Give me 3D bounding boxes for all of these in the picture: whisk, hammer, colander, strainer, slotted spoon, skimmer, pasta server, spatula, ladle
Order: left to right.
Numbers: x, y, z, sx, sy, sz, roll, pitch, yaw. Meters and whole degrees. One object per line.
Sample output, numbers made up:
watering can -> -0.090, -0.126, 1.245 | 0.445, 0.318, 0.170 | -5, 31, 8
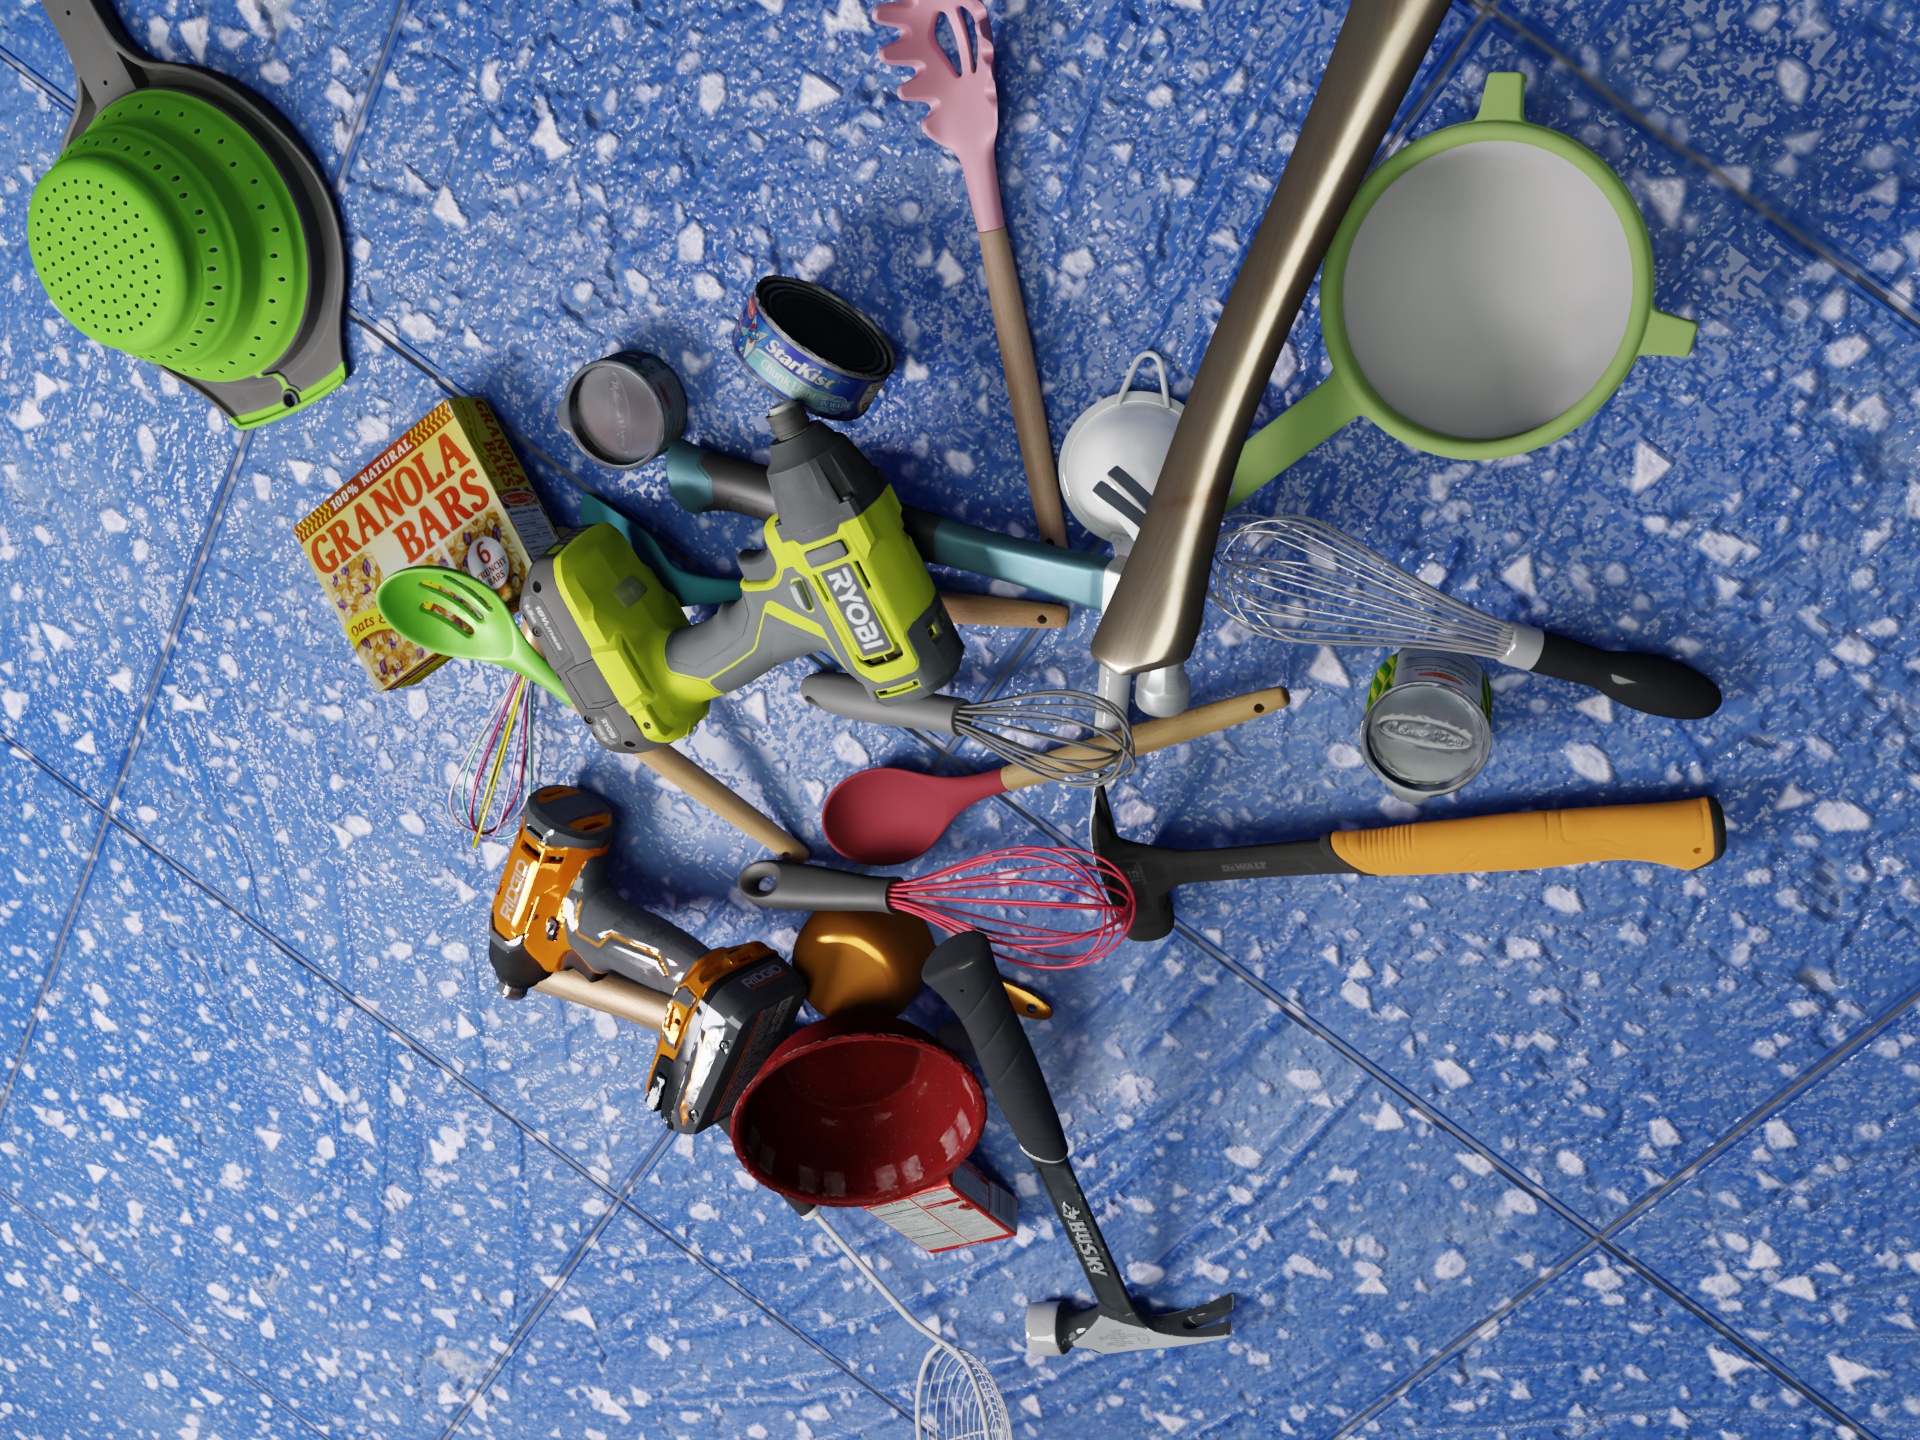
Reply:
colander -> -0.518, -0.359, 0.941 | 0.204, 0.094, 0.397 | -16, 107, 25
whisk -> -0.289, -0.015, 1.046 | 0.051, 0.047, 0.245 | 27, 116, 8
slotted spoon -> -0.219, 0.001, 0.992 | 0.313, 0.031, 0.070 | 38, 126, -19
hammer -> -0.150, 0.225, 1.110 | 0.331, 0.031, 0.130 | 16, 117, 13
spatula -> -0.090, -0.081, 0.958 | 0.317, 0.044, 0.082 | 6, 115, 12
skimmer -> -0.087, 0.417, 1.140 | 0.363, 0.090, 0.127 | 50, 151, -4
hammer -> -0.023, -0.102, 0.889 | 0.331, 0.033, 0.128 | 17, 128, 21
whisk -> -0.023, 0.106, 0.960 | 0.296, 0.073, 0.073 | 0, 114, 36
whisk -> -0.002, -0.003, 0.920 | 0.239, 0.055, 0.055 | 11, 118, 35
pasta server -> 0.018, -0.231, 0.842 | 0.060, 0.040, 0.316 | 1, 115, 32
ladle -> 0.048, 0.027, 0.934 | 0.315, 0.031, 0.069 | -18, 114, 32
hammer -> 0.063, 0.280, 0.995 | 0.149, 0.036, 0.408 | -8, 127, 19
strainer -> 0.092, -0.073, 0.887 | 0.087, 0.050, 0.258 | 7, 119, 8
hammer -> 0.142, -0.214, 0.740 | 0.146, 0.038, 0.410 | 32, 111, 29
hammer -> 0.240, 0.067, 0.883 | 0.337, 0.034, 0.127 | -6, 134, 19
strainer -> 0.218, -0.178, 0.781 | 0.256, 0.069, 0.151 | -36, 85, 39
whisk -> 0.255, -0.048, 0.811 | 0.284, 0.070, 0.070 | 15, 118, -4

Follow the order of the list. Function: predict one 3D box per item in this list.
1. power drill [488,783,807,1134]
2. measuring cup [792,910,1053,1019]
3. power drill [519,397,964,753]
power drill -> -0.224, 0.168, 1.056 | 0.227, 0.084, 0.164 | 35, 116, 21
measuring cup -> -0.028, 0.171, 1.028 | 0.174, 0.052, 0.095 | 19, 118, 13
power drill -> -0.128, -0.074, 0.892 | 0.223, 0.080, 0.171 | -15, 114, 28
